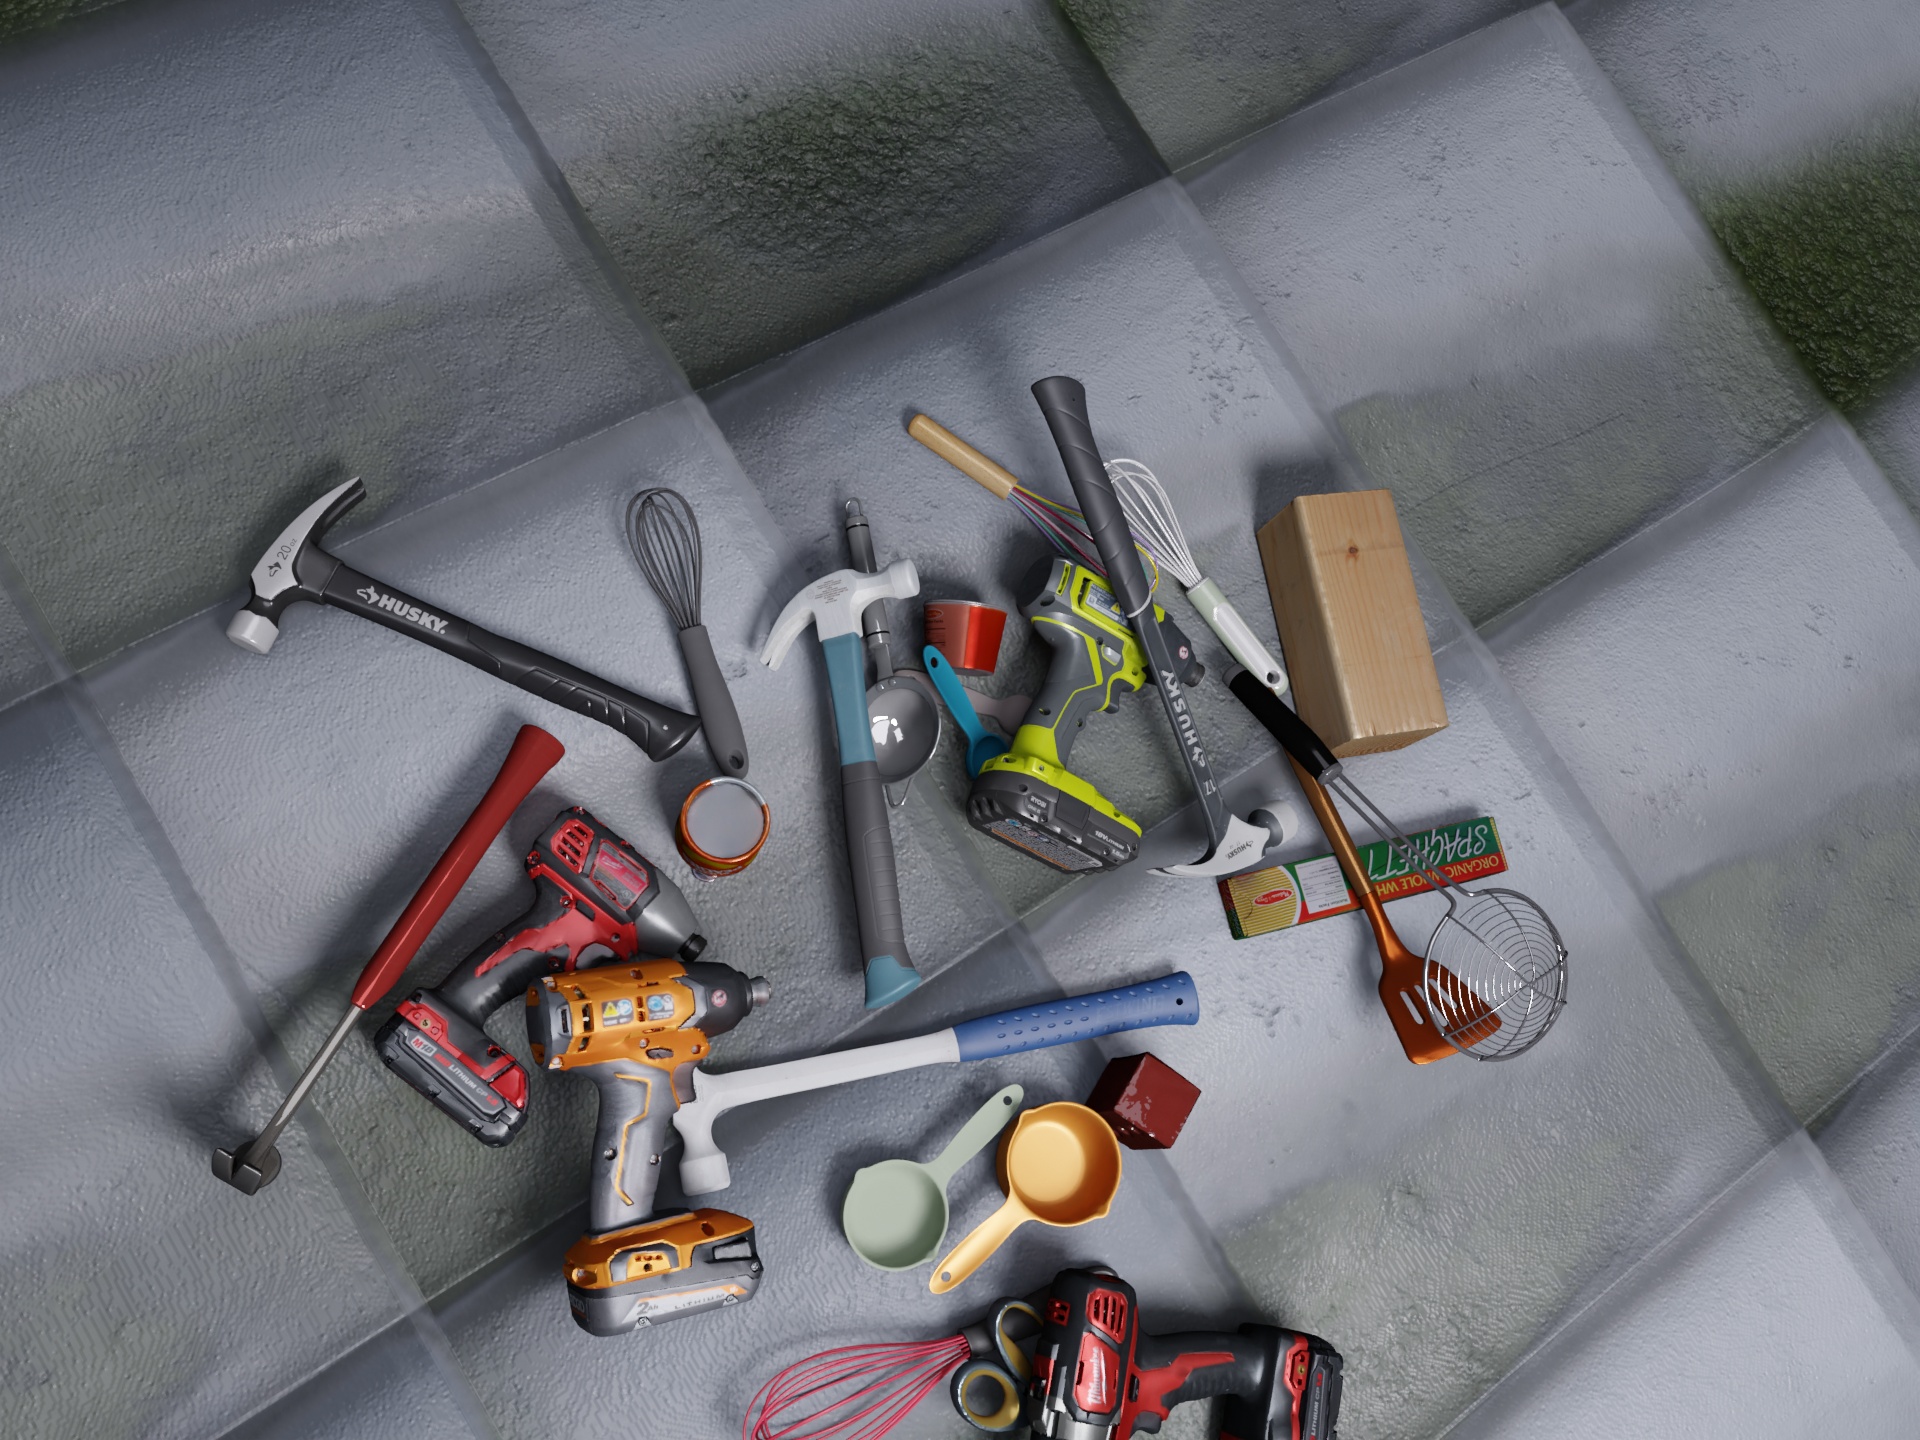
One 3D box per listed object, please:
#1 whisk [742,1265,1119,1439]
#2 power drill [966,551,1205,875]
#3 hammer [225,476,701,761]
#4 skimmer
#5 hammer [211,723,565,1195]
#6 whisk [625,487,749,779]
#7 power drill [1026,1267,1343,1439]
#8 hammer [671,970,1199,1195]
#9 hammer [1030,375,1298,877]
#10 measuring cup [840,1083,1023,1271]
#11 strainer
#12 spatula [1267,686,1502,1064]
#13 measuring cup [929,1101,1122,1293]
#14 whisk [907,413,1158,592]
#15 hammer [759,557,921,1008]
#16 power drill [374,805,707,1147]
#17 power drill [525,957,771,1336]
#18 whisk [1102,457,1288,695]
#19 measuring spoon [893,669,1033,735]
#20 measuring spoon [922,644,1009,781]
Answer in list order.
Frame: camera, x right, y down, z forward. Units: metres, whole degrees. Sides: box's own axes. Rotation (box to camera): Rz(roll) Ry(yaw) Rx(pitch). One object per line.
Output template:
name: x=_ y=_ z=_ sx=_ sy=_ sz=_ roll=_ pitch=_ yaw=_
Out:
whisk: x=-0.014 y=0.448 z=1.119 sx=0.295 sy=0.073 sz=0.073 roll=-15 pitch=79 yaw=-24
power drill: x=0.103 y=0.000 z=1.250 sx=0.171 sy=0.080 sz=0.223 roll=28 pitch=67 yaw=-22
hammer: x=-0.350 y=-0.058 z=1.177 sx=0.334 sy=0.035 sz=0.146 roll=24 pitch=71 yaw=-5
skimmer: x=0.324 y=0.100 z=1.241 sx=0.127 sy=0.090 sz=0.364 roll=-30 pitch=60 yaw=-18
hammer: x=-0.378 y=0.150 z=1.074 sx=0.036 sy=0.149 sz=0.359 roll=33 pitch=64 yaw=-8
whisk: x=-0.203 y=-0.068 z=1.218 sx=0.055 sy=0.055 sz=0.239 roll=-16 pitch=84 yaw=-17
power drill: x=0.146 y=0.495 z=1.107 sx=0.226 sy=0.080 sz=0.188 roll=19 pitch=71 yaw=-21
hammer: x=-0.015 y=0.237 z=1.184 sx=0.405 sy=0.035 sz=0.144 roll=-8 pitch=78 yaw=-16
hammer: x=0.140 y=-0.071 z=1.226 sx=0.149 sy=0.036 sz=0.409 roll=-24 pitch=95 yaw=-39
measuring cup: x=-0.018 y=0.326 z=1.158 sx=0.167 sy=0.038 sz=0.083 roll=-41 pitch=88 yaw=-21
strainer: x=-0.060 y=-0.055 z=1.244 sx=0.087 sy=0.050 sz=0.258 roll=-18 pitch=76 yaw=27
spatula: x=0.315 y=0.114 z=1.264 sx=0.081 sy=0.041 sz=0.323 roll=-21 pitch=74 yaw=-10
measuring cup: x=0.039 y=0.352 z=1.159 sx=0.173 sy=0.052 sz=0.095 roll=-39 pitch=87 yaw=-18
whisk: x=0.058 y=-0.175 z=1.314 sx=0.245 sy=0.047 sz=0.051 roll=35 pitch=69 yaw=2
hammer: x=-0.073 y=0.046 z=1.187 sx=0.128 sy=0.033 sz=0.331 roll=-12 pitch=74 yaw=12
power drill: x=-0.288 y=0.181 z=1.113 sx=0.143 sy=0.078 sz=0.220 roll=39 pitch=67 yaw=-2
power drill: x=-0.194 y=0.272 z=1.057 sx=0.164 sy=0.084 sz=0.226 roll=-5 pitch=83 yaw=-28
whisk: x=0.193 y=-0.119 z=1.328 sx=0.058 sy=0.059 sz=0.246 roll=-39 pitch=92 yaw=-8
measuring spoon: x=0.006 y=-0.019 z=1.268 sx=0.124 sy=0.018 sz=0.034 roll=17 pitch=72 yaw=-8
measuring spoon: x=-0.002 y=-0.004 z=1.238 sx=0.042 sy=0.021 sz=0.128 roll=-43 pitch=115 yaw=-33
